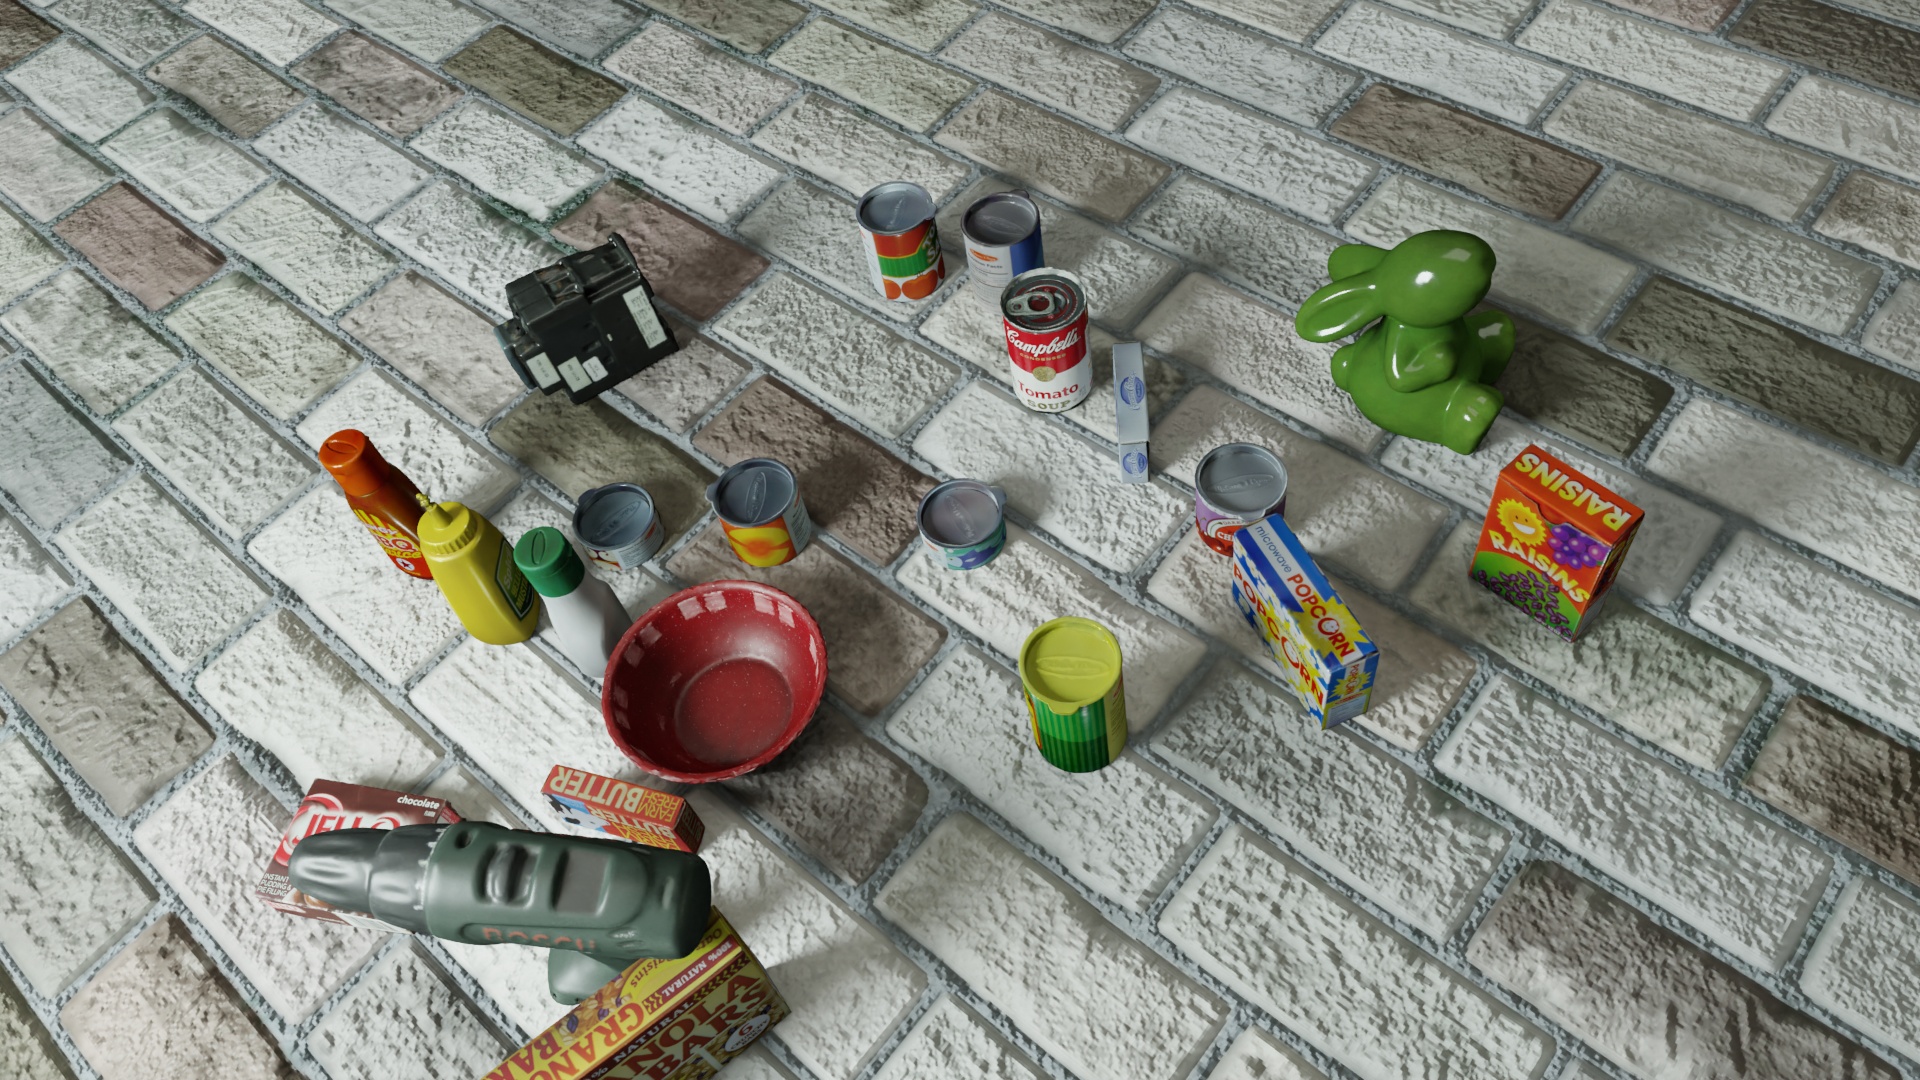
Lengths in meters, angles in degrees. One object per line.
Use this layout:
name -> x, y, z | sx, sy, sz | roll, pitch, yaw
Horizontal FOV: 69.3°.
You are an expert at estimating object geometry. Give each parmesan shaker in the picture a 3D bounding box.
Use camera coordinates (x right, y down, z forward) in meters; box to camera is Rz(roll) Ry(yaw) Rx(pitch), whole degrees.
parmesan shaker -> 0.076, 0.107, 0.923 | 0.071, 0.102, 0.071 | -4, 55, 6

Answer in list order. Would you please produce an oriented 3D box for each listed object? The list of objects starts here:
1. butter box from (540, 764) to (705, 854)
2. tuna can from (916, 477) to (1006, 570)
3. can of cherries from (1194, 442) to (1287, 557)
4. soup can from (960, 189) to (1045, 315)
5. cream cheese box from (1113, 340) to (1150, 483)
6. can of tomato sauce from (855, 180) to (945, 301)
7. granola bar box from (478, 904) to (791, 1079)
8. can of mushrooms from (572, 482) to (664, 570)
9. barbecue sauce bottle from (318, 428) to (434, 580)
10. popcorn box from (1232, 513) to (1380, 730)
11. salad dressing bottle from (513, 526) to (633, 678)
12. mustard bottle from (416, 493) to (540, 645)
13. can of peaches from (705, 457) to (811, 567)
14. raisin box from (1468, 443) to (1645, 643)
butter box -> -0.229, 0.184, 0.946 | 0.103, 0.053, 0.024 | 11, 58, 16
tuna can -> 0.004, -0.013, 1.061 | 0.071, 0.032, 0.071 | -4, 55, 6
can of cherries -> 0.206, -0.027, 1.024 | 0.071, 0.058, 0.072 | -4, 55, 6
soup can -> 0.040, -0.246, 1.187 | 0.071, 0.083, 0.072 | -4, 55, 6
cream cheese box -> 0.134, -0.100, 1.089 | 0.024, 0.053, 0.104 | -4, 55, 6
can of tomato sauce -> -0.049, -0.260, 1.211 | 0.071, 0.082, 0.071 | -4, 55, 6
granola bar box -> -0.188, 0.299, 0.816 | 0.166, 0.123, 0.039 | -35, 58, -15
can of mushrooms -> -0.272, -0.012, 1.102 | 0.071, 0.033, 0.071 | -4, 55, 6
barbecue sauce bottle -> -0.439, -0.027, 1.068 | 0.065, 0.147, 0.044 | 14, 59, 18
popcorn box -> 0.231, 0.055, 0.946 | 0.038, 0.084, 0.127 | -23, 55, -7
salad dressing bottle -> -0.274, 0.045, 0.993 | 0.044, 0.147, 0.064 | -8, 55, 3
mustard bottle -> -0.358, 0.016, 1.018 | 0.049, 0.159, 0.065 | -7, 55, 4
can of peaches -> -0.155, -0.021, 1.076 | 0.071, 0.057, 0.071 | -4, 55, 6
raisin box -> 0.396, 0.003, 0.933 | 0.040, 0.122, 0.086 | -39, 59, -17
